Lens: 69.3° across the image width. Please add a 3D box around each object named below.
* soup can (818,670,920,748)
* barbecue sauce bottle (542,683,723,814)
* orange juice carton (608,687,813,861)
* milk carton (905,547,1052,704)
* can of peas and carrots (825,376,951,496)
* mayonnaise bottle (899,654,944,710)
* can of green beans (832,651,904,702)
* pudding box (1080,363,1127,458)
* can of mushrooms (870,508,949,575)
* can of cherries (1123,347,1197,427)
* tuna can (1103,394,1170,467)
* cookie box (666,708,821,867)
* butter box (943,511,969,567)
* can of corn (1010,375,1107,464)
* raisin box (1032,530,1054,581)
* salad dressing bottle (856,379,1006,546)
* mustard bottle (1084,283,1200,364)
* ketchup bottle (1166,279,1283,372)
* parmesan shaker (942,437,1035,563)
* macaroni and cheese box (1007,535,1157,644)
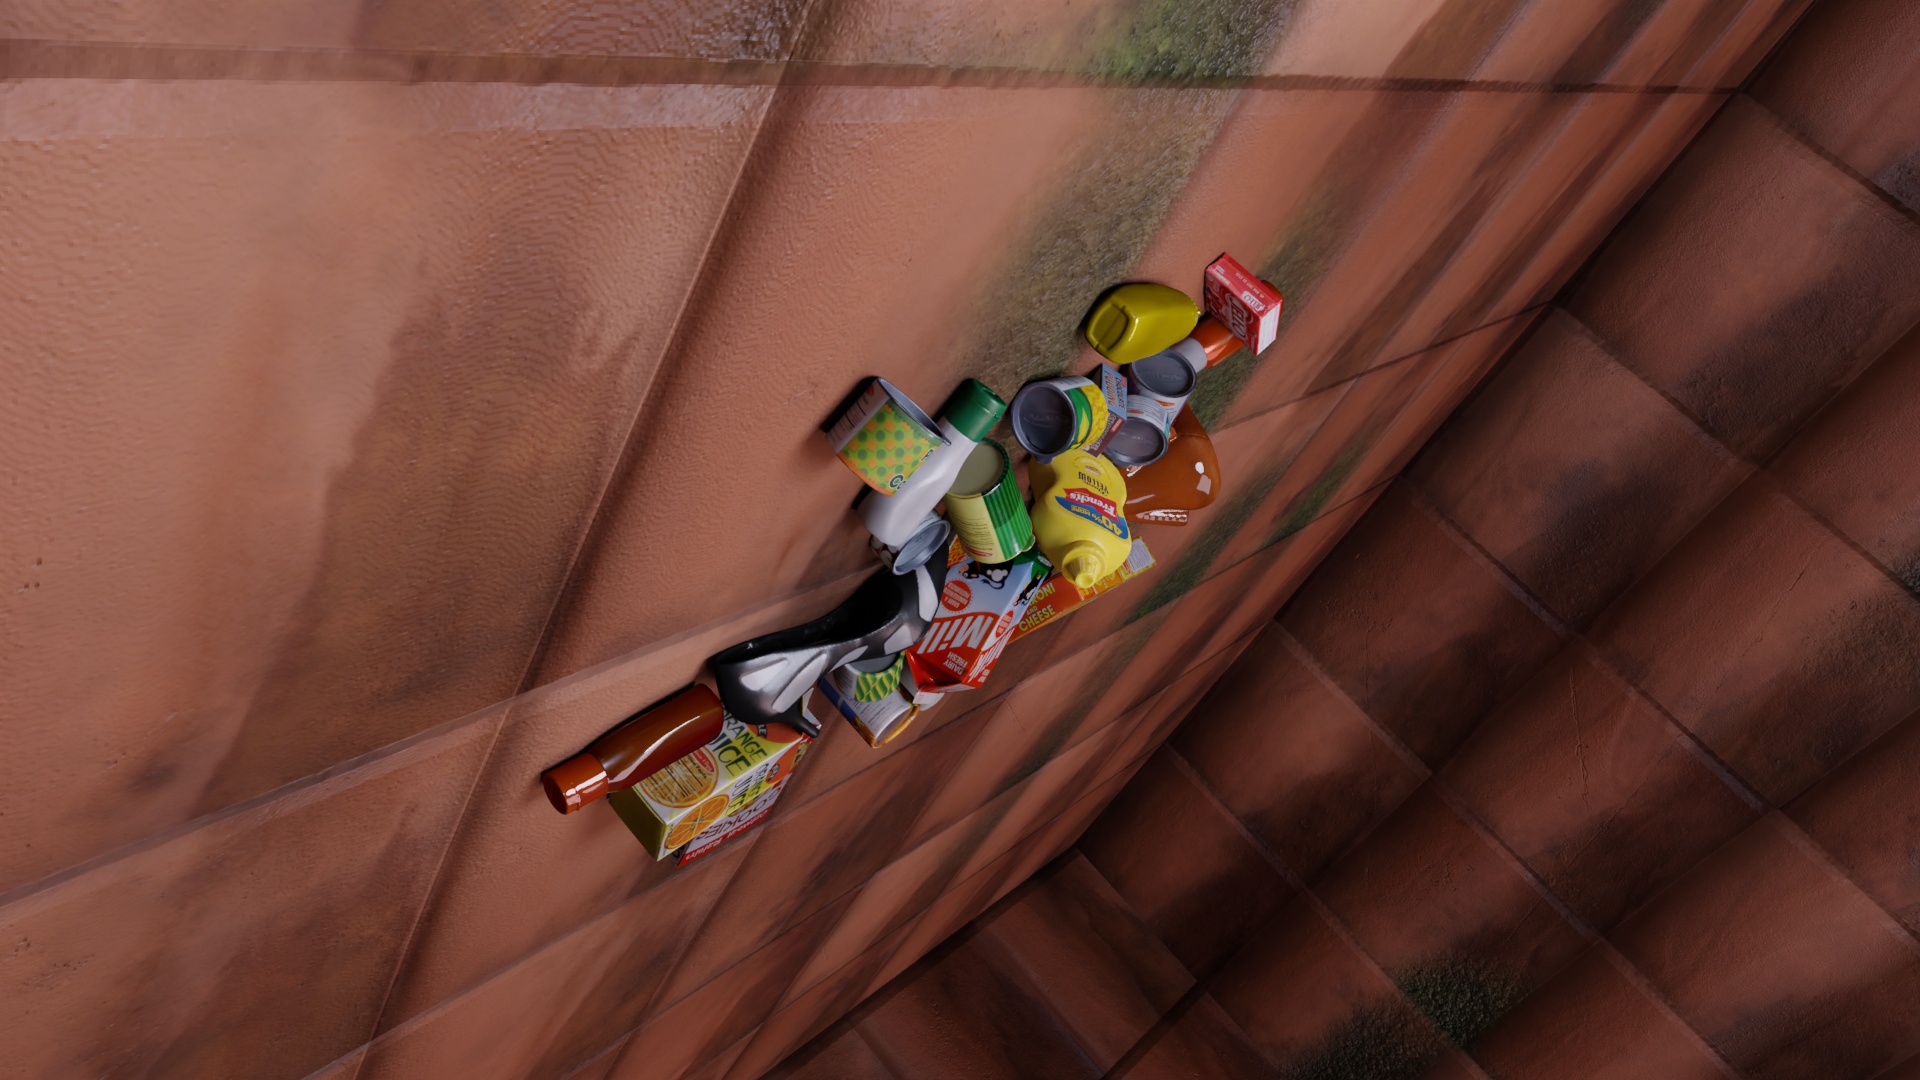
[{"bbox_3d":[-0.091,0.157,1.393,0.071,0.084,0.071,-39,162,-15],"label":"soup can"},{"bbox_3d":[-0.263,0.171,1.124,0.149,0.044,0.064,-28,156,-39],"label":"barbecue sauce bottle"},{"bbox_3d":[-0.210,0.194,1.239,0.193,0.073,0.071,-30,157,-37],"label":"orange juice carton"},{"bbox_3d":[0.010,0.080,1.380,0.190,0.073,0.072,-60,162,0],"label":"milk carton"},{"bbox_3d":[-0.052,-0.072,0.991,0.058,0.071,0.071,-46,162,10],"label":"can of peas and carrots"},{"bbox_3d":[-0.022,0.110,1.475,0.041,0.065,0.147,-21,148,-56],"label":"mayonnaise bottle"},{"bbox_3d":[-0.088,0.114,1.332,0.071,0.071,0.057,-35,159,-26],"label":"can of green beans"},{"bbox_3d":[0.127,-0.119,1.269,0.049,0.030,0.084,-53,-165,32],"label":"pudding box"},{"bbox_3d":[-0.045,-0.003,1.219,0.071,0.033,0.070,-39,161,-16],"label":"can of mushrooms"},{"bbox_3d":[0.187,-0.147,1.344,0.072,0.071,0.058,-32,158,-33],"label":"can of cherries"},{"bbox_3d":[0.165,-0.103,1.318,0.070,0.071,0.033,112,-5,-52],"label":"tuna can"},{"bbox_3d":[-0.221,0.241,1.374,0.123,0.040,0.166,-23,153,-48],"label":"cookie box"},{"bbox_3d":[0.005,-0.016,1.307,0.053,0.024,0.103,-23,152,-46],"label":"butter box"},{"bbox_3d":[0.087,-0.106,1.210,0.058,0.071,0.070,-20,150,-52],"label":"can of corn"},{"bbox_3d":[0.056,0.035,1.505,0.124,0.040,0.085,-26,154,-45],"label":"raisin box"},{"bbox_3d":[-0.022,-0.063,1.119,0.147,0.044,0.064,-49,159,13],"label":"salad dressing bottle"},{"bbox_3d":[0.170,-0.195,1.225,0.161,0.049,0.065,-20,150,-53],"label":"mustard bottle"},{"bbox_3d":[0.260,-0.206,1.400,0.149,0.043,0.064,-35,163,-25],"label":"ketchup bottle"},{"bbox_3d":[0.023,-0.034,1.198,0.071,0.071,0.102,-40,147,-12],"label":"parmesan shaker"},{"bbox_3d":[0.120,0.054,1.500,0.123,0.040,0.167,-33,172,36],"label":"macaroni and cheese box"}]
